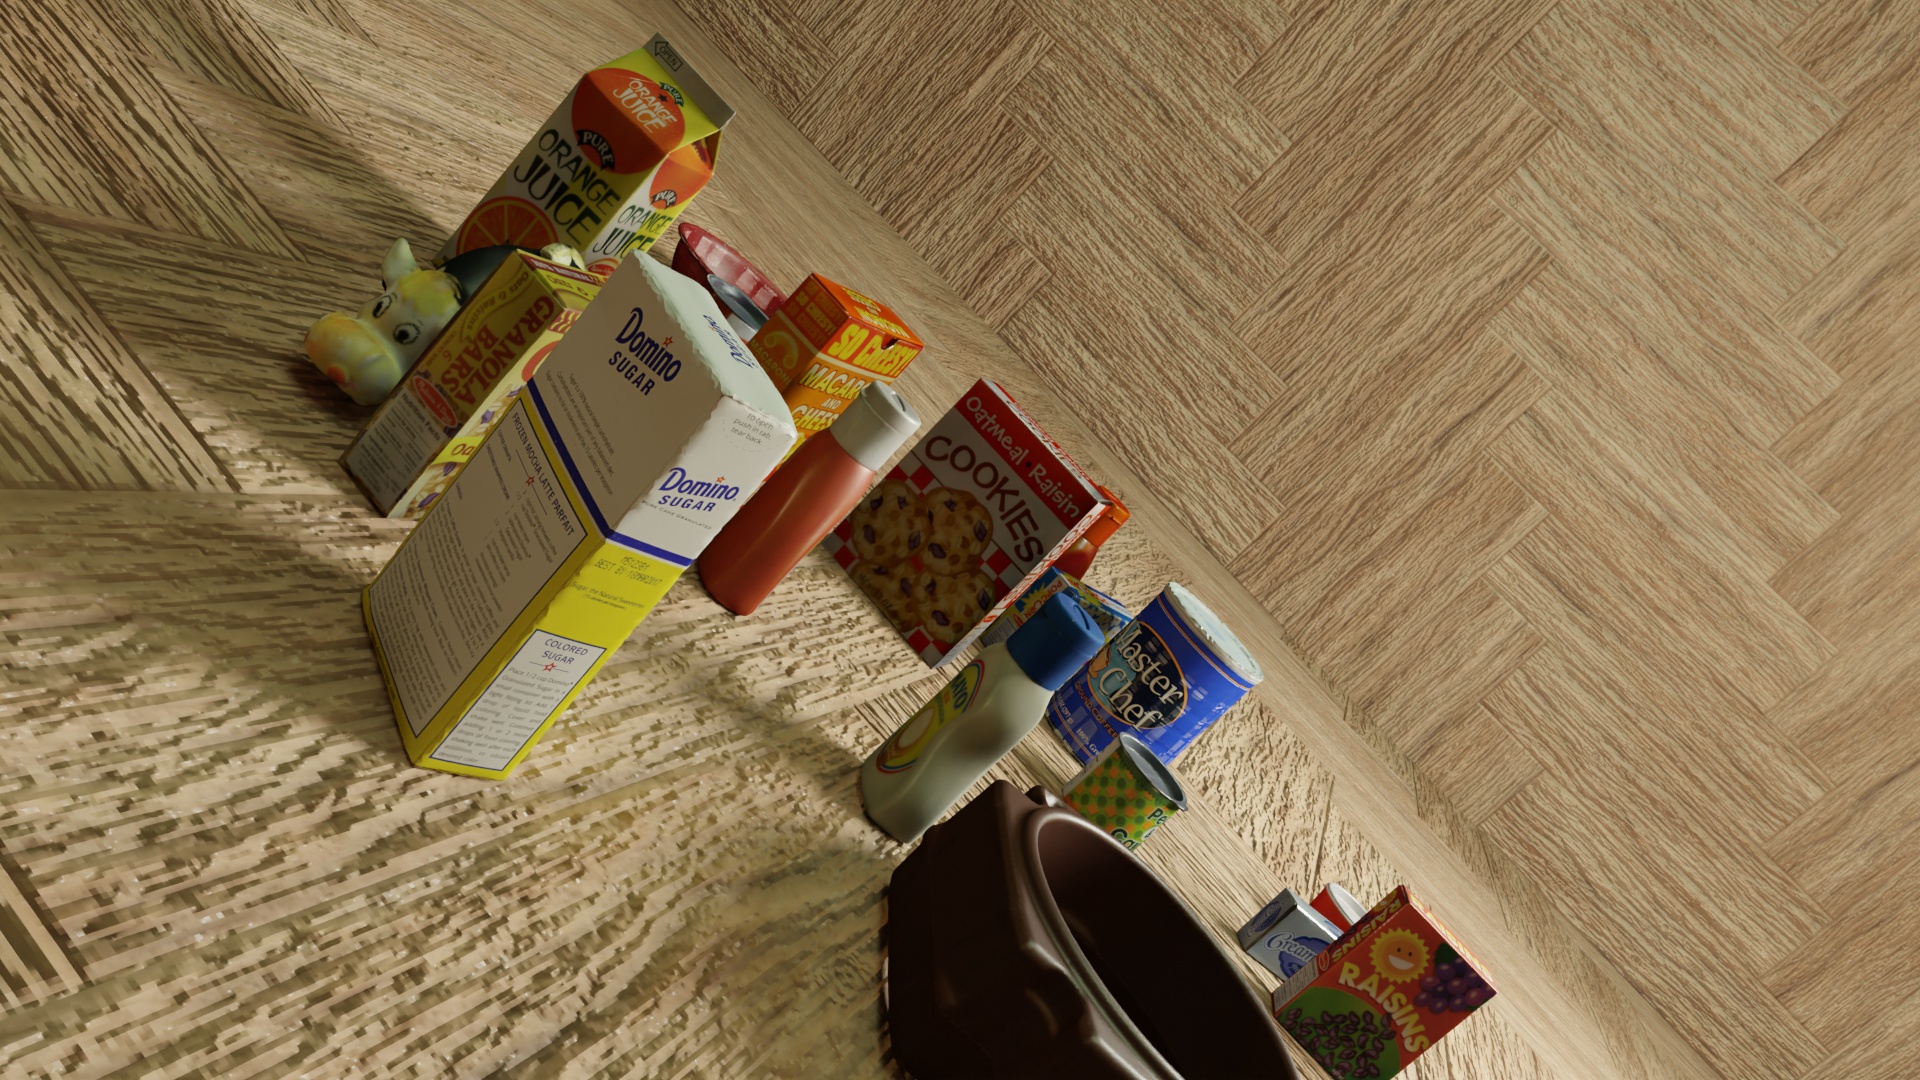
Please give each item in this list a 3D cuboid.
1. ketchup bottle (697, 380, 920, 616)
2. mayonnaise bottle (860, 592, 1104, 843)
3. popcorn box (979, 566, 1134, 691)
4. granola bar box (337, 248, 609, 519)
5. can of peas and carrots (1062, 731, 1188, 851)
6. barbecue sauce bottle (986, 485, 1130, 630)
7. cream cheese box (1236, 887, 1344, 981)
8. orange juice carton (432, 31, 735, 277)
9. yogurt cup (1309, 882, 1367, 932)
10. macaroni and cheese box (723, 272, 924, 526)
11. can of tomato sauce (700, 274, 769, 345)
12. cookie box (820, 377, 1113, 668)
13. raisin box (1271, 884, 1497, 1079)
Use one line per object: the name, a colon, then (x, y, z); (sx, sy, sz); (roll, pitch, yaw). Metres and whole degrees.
ketchup bottle: (-0.086, -0.026, 0.784); (0.043, 0.148, 0.065); (39, 13, -23)
mayonnaise bottle: (0.010, 0.089, 0.721); (0.041, 0.148, 0.065); (40, 13, -19)
popcorn box: (0.085, 0.077, 1.130); (0.126, 0.085, 0.038); (28, 21, -53)
granola bar box: (-0.189, -0.067, 0.650); (0.039, 0.124, 0.166); (47, 13, 10)
can of peas and carrots: (0.115, 0.179, 0.965); (0.071, 0.058, 0.071); (42, 13, -12)
barbecue sauce bottle: (0.075, 0.019, 1.139); (0.065, 0.148, 0.044); (35, 16, -38)
cream cheese box: (0.257, 0.304, 1.021); (0.103, 0.053, 0.024); (40, 13, -19)
orange juice carton: (-0.223, -0.214, 0.850); (0.072, 0.192, 0.073); (46, 12, 5)
yogurt cup: (0.300, 0.317, 1.113); (0.072, 0.054, 0.072); (42, 13, -12)
macaroni and cheese box: (-0.108, -0.077, 0.836); (0.040, 0.166, 0.124); (48, 13, 13)
can of tomato sauce: (-0.181, -0.137, 0.985); (0.071, 0.083, 0.071); (42, 13, -12)
cookie box: (0.003, -0.012, 0.973); (0.123, 0.167, 0.040); (48, 13, 14)
raisin box: (0.287, 0.308, 0.944); (0.086, 0.123, 0.040); (46, 12, 4)
